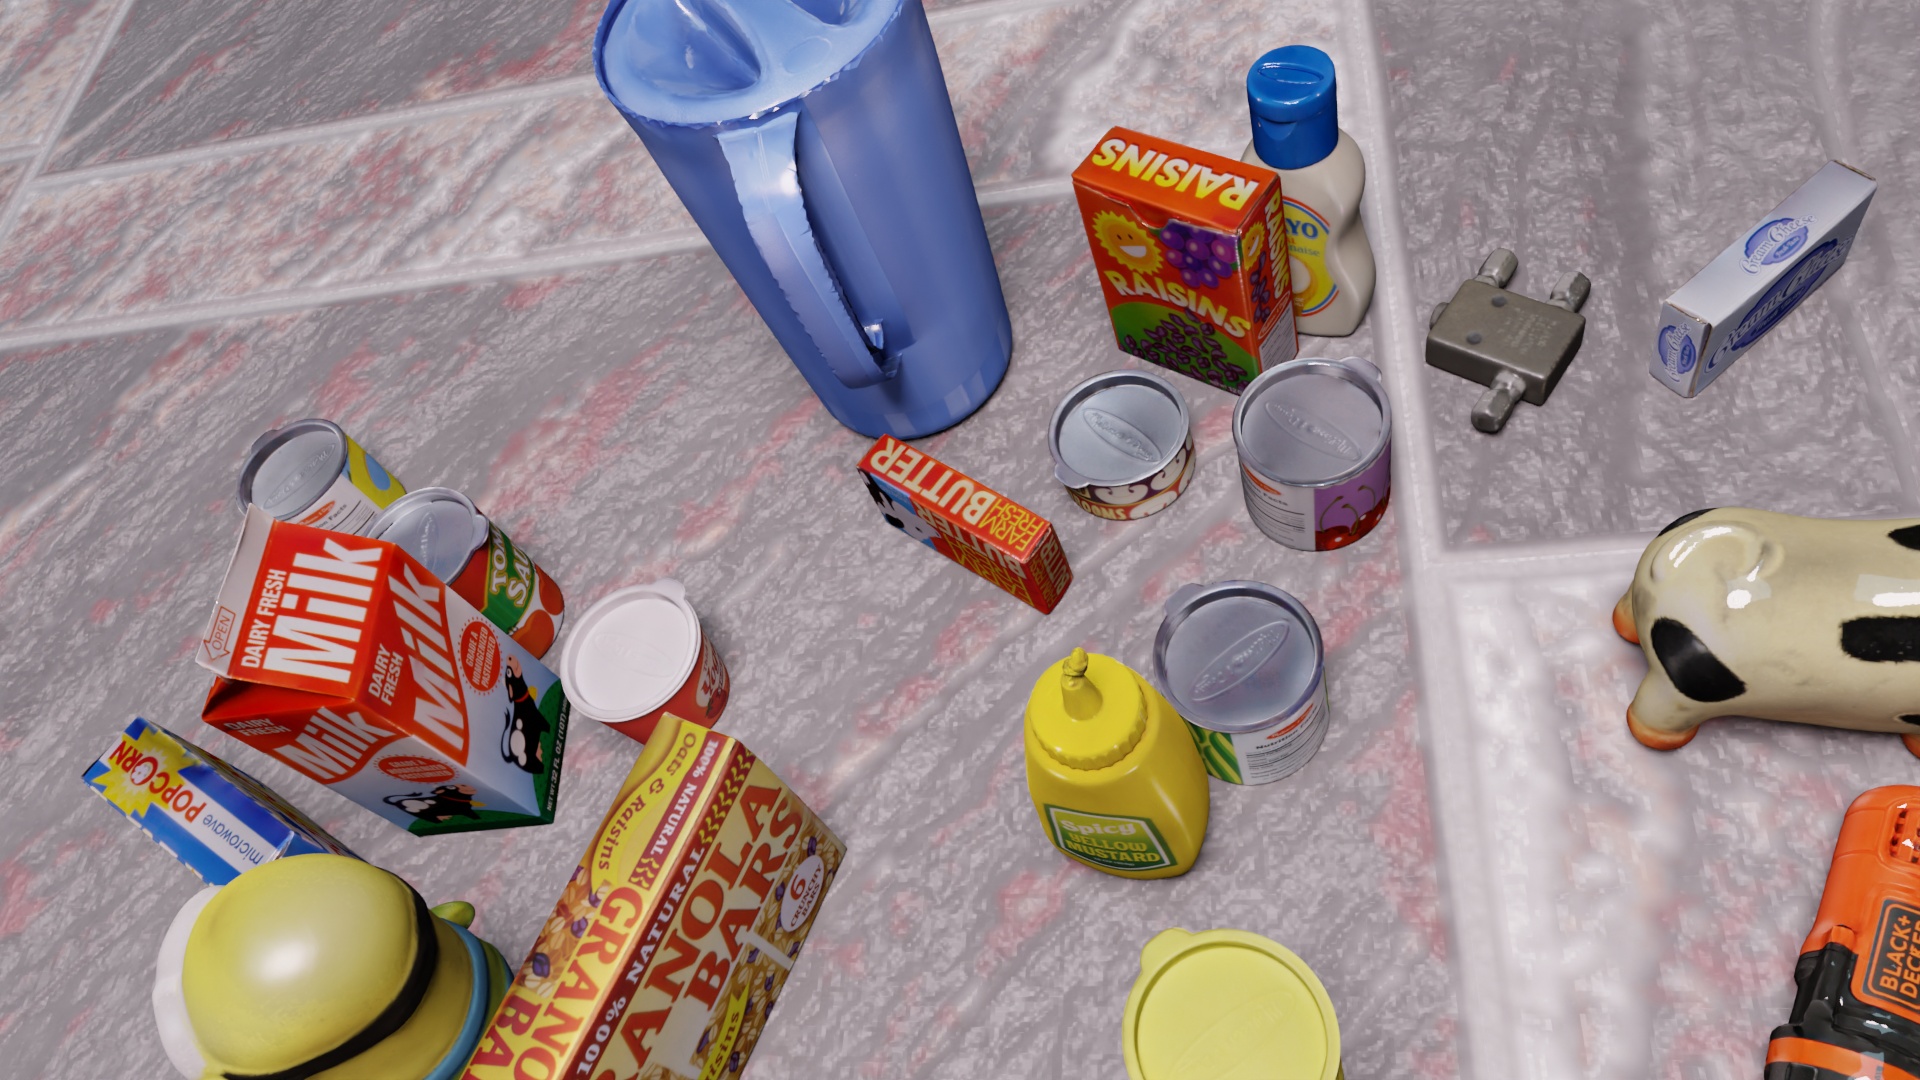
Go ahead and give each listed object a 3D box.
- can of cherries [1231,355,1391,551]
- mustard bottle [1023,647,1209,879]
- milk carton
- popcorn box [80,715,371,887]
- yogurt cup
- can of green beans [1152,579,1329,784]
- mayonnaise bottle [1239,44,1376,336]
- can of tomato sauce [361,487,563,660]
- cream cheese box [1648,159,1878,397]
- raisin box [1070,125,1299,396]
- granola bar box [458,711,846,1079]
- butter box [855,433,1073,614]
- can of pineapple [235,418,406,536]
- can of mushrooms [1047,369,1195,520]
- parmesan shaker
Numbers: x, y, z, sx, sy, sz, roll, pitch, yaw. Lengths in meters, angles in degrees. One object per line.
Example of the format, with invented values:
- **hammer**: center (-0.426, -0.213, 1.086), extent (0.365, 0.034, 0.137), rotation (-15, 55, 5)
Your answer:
- **can of cherries**: center (0.157, -0.038, 0.610), extent (0.071, 0.058, 0.072), rotation (-8, 57, 13)
- **mustard bottle**: center (0.053, 0.079, 0.507), extent (0.065, 0.159, 0.049), rotation (3, 61, 19)
- **milk carton**: center (-0.249, 0.061, 0.594), extent (0.073, 0.189, 0.072), rotation (-8, 58, 13)
- **popcorn box**: center (-0.326, 0.136, 0.636), extent (0.127, 0.085, 0.038), rotation (23, 69, 28)
- **yogurt cup**: center (-0.142, 0.062, 0.644), extent (0.072, 0.053, 0.073), rotation (-8, 57, 13)
- **can of green beans**: center (0.115, 0.058, 0.563), extent (0.071, 0.057, 0.071), rotation (-8, 57, 13)
- **mayonnaise bottle**: center (0.153, -0.154, 0.629), extent (0.065, 0.147, 0.041), rotation (19, 67, 27)
- **can of tomato sauce**: center (-0.242, 0.023, 0.682), extent (0.071, 0.082, 0.071), rotation (-8, 57, 13)
- **cream cheese box**: center (0.345, -0.112, 0.600), extent (0.104, 0.053, 0.024), rotation (-39, 56, -8)
- **raisin box**: center (0.106, -0.125, 0.640), extent (0.086, 0.123, 0.040), rotation (27, 71, 29)
- **granola bar box**: center (-0.112, 0.166, 0.527), extent (0.039, 0.123, 0.166), rotation (15, 65, 25)
- **butter box**: center (0.002, -0.008, 0.643), extent (0.103, 0.053, 0.024), rotation (30, 72, 30)
- **can of pineapple**: center (-0.348, -0.025, 0.760), extent (0.071, 0.057, 0.071), rotation (-8, 57, 13)
- **can of mushrooms**: center (0.075, -0.043, 0.654), extent (0.071, 0.033, 0.071), rotation (-8, 57, 13)
- **parmesan shaker**: center (0.094, 0.176, 0.469), extent (0.071, 0.102, 0.071), rotation (-8, 57, 13)
